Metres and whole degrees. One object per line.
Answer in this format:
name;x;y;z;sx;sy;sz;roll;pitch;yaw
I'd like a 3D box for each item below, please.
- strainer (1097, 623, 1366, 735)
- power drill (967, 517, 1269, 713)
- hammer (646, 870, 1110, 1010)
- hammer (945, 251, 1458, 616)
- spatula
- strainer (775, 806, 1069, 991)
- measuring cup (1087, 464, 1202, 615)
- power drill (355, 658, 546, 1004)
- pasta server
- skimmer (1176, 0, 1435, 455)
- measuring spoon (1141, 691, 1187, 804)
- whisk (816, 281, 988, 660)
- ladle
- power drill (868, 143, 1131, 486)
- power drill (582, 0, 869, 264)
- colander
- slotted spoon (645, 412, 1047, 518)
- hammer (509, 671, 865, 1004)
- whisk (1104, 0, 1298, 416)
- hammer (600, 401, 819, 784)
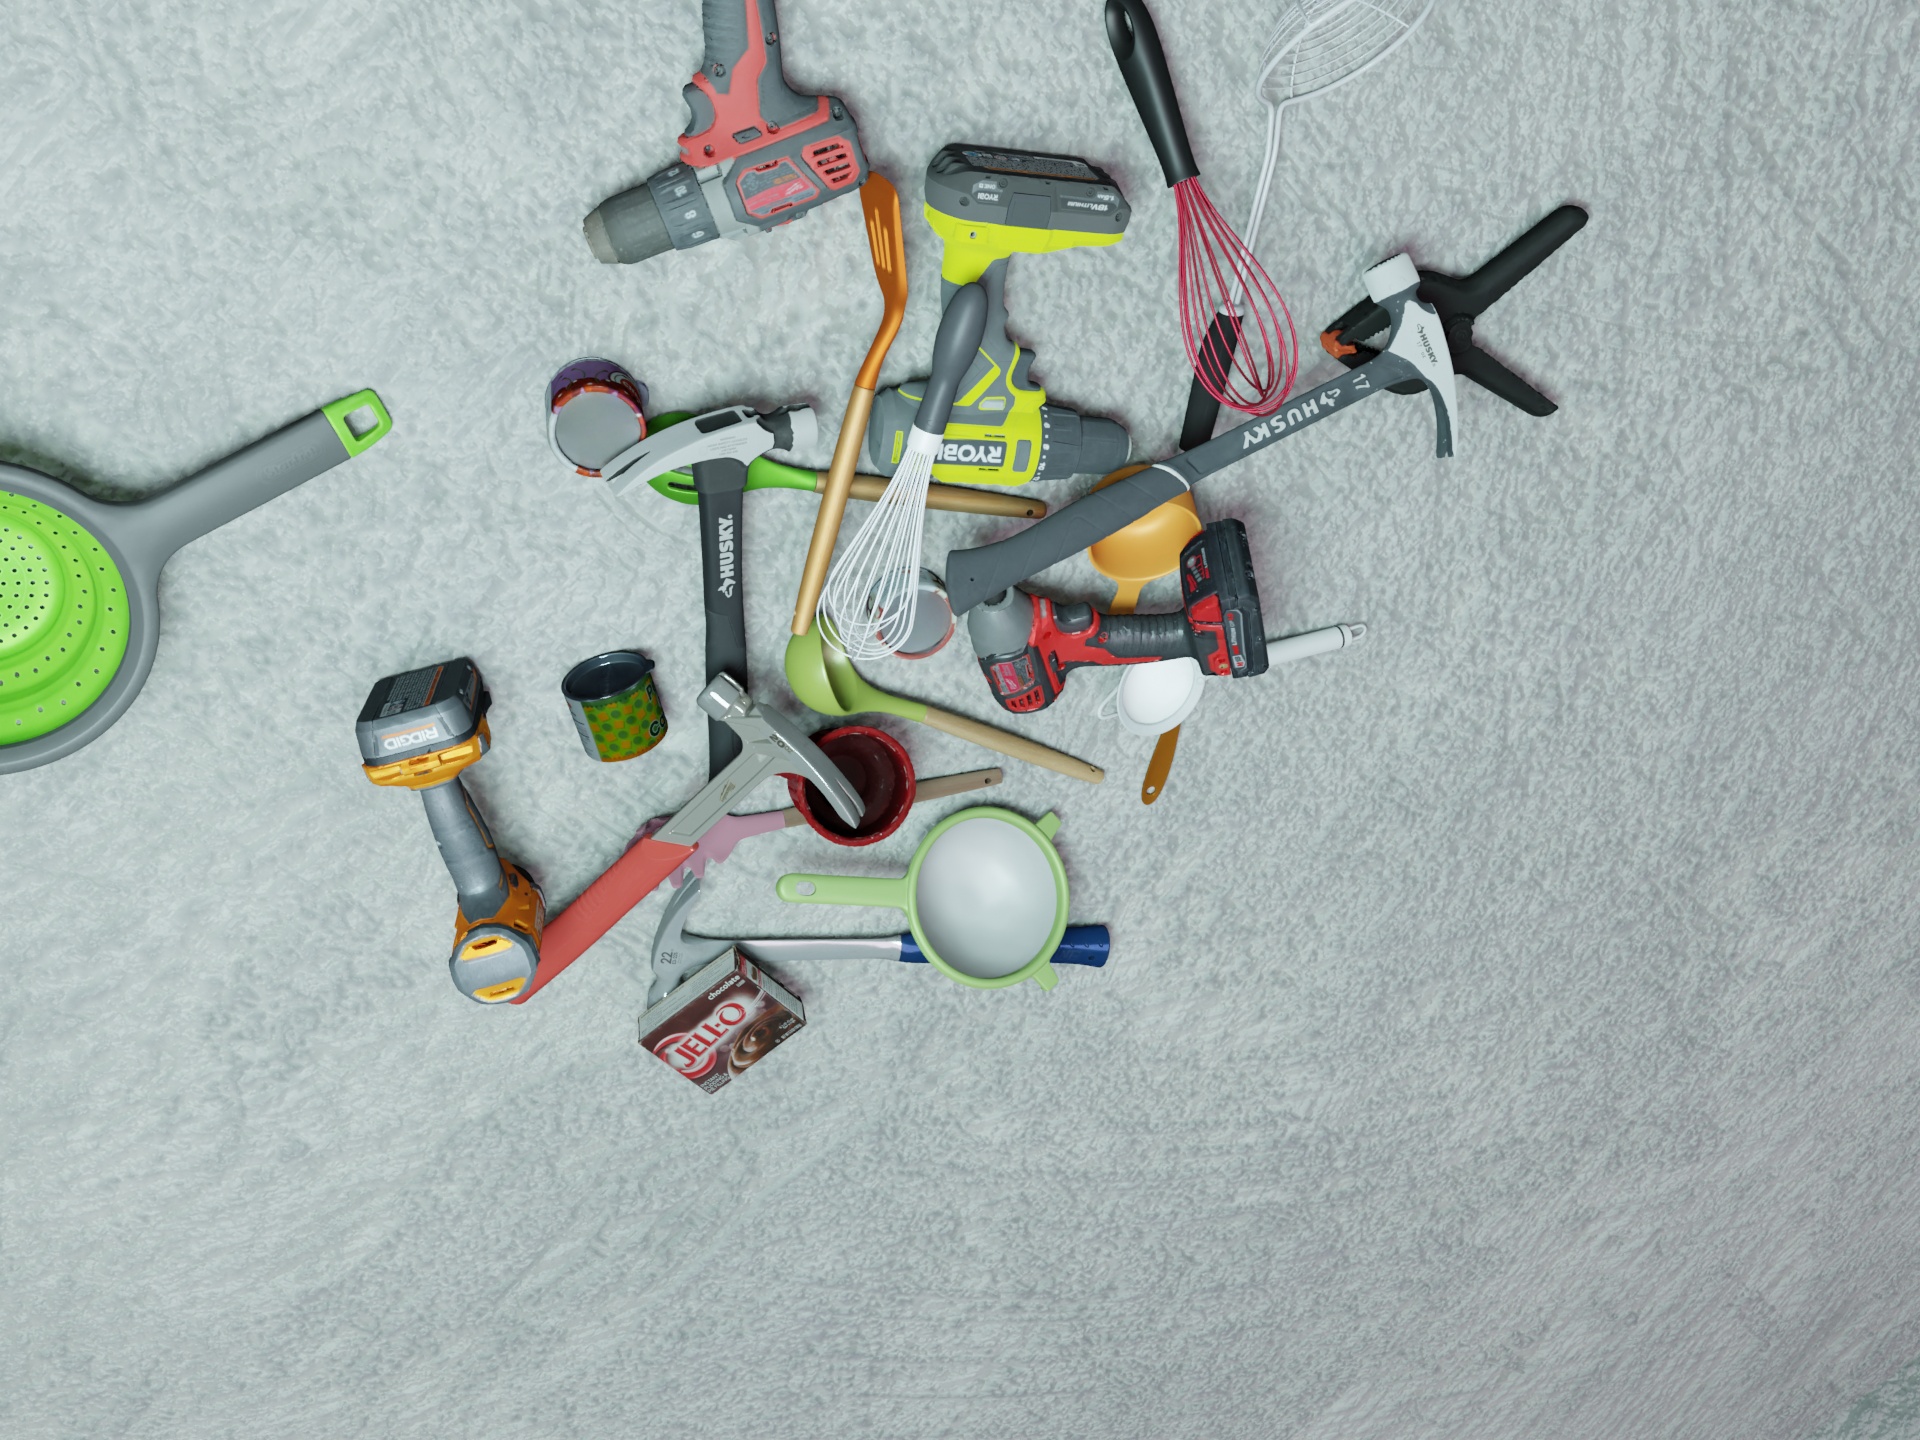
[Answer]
strainer;0.223;-0.046;1.321;0.258;0.050;0.086;-14;122;-14
power drill;0.116;-0.077;1.208;0.219;0.079;0.143;-11;145;10
hammer;-0.063;0.194;1.386;0.405;0.035;0.144;1;120;-17
hammer;0.171;-0.180;1.145;0.409;0.036;0.149;-27;98;-2
spatula;-0.081;-0.209;1.096;0.041;0.081;0.322;7;113;-25
strainer;-0.036;0.146;1.325;0.256;0.069;0.151;5;79;-22
measuring cup;0.131;-0.129;1.246;0.095;0.052;0.173;0;145;-10
power drill;-0.364;0.076;1.172;0.084;0.164;0.226;-15;111;-6
pasta server;-0.116;0.078;1.300;0.316;0.040;0.060;-11;112;-11
skimmer;0.229;-0.338;1.116;0.127;0.090;0.363;-20;133;-42
measuring spoon;0.174;0.024;1.368;0.021;0.011;0.116;1;123;-19
whisk;-0.033;-0.164;1.095;0.070;0.070;0.284;10;118;-21
ladle;-0.002;-0.004;1.274;0.320;0.078;0.062;20;137;-31
power drill;0.044;-0.271;1.113;0.190;0.080;0.228;1;123;-15
power drill;-0.174;-0.401;0.975;0.188;0.080;0.226;-22;127;-2
colander;-0.563;-0.117;1.037;0.397;0.095;0.204;-33;125;-16
slotted spoon;-0.082;-0.174;1.165;0.313;0.031;0.070;5;125;-20
hammer;-0.238;0.120;1.228;0.149;0.037;0.359;44;116;-9
whisk;0.156;-0.344;1.070;0.073;0.073;0.295;-23;102;-2
hammer;-0.178;-0.071;1.163;0.146;0.035;0.334;-15;134;-23
